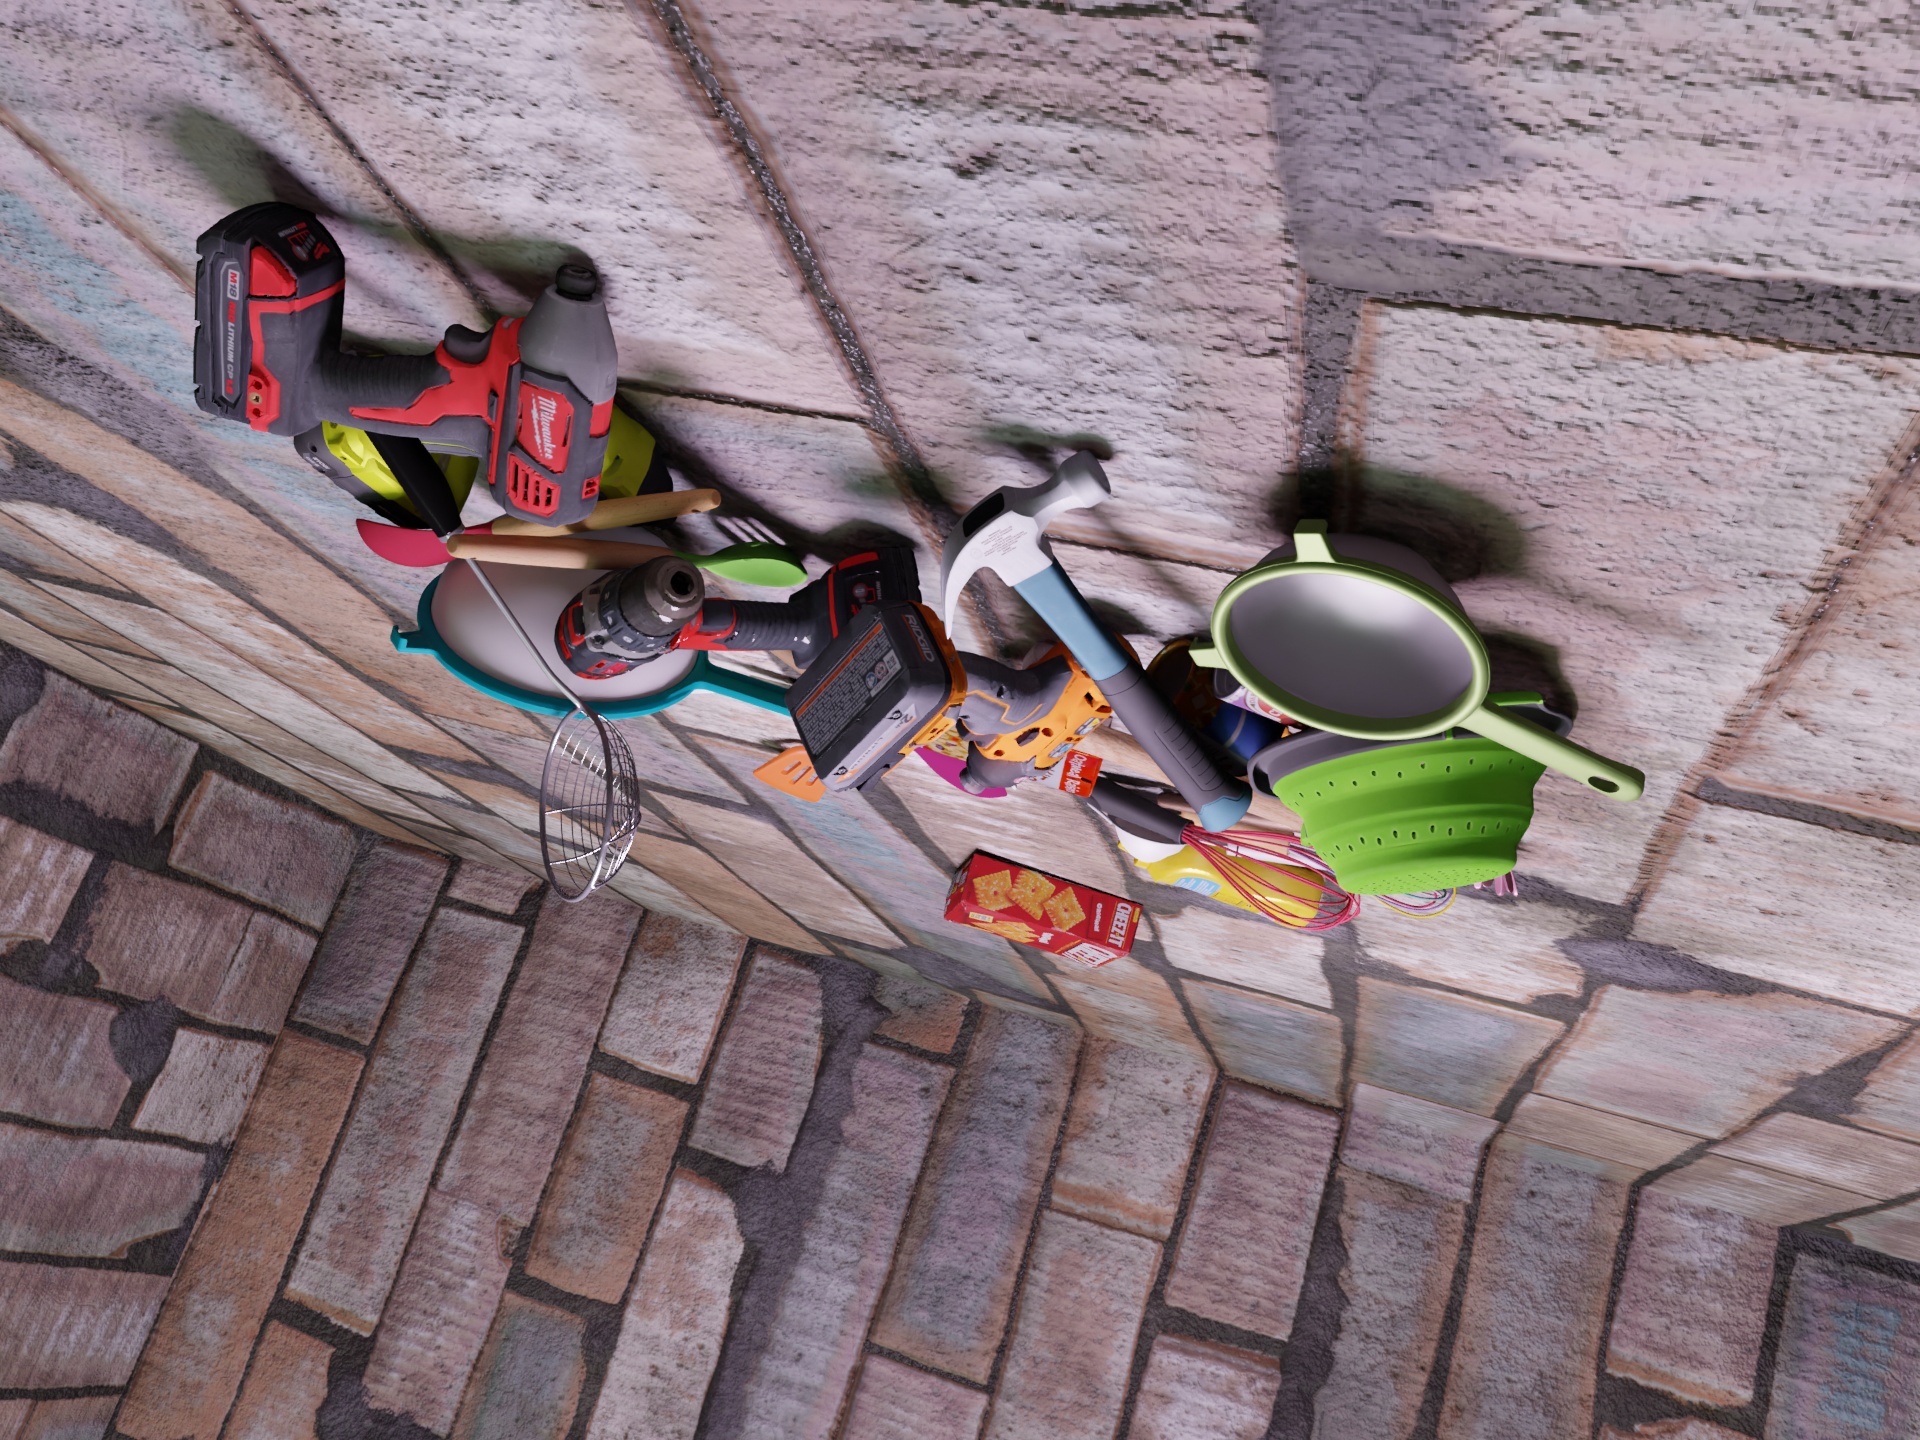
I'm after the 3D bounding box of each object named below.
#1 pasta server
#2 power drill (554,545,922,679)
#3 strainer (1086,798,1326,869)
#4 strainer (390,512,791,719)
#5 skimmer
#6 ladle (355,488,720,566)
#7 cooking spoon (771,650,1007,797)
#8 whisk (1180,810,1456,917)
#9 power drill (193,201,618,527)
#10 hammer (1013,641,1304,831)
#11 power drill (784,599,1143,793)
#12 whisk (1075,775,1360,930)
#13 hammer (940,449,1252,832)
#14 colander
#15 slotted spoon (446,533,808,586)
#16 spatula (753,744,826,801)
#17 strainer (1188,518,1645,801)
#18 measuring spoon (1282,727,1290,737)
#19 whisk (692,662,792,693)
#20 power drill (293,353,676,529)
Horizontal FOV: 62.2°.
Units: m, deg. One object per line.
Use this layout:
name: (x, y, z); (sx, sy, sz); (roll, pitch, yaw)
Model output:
pasta server: (0.310, 0.098, 1.343); (0.316, 0.040, 0.060); (9, 172, 32)
power drill: (-0.136, -0.070, 1.038); (0.226, 0.080, 0.188); (-3, 173, -29)
strainer: (0.240, 0.114, 1.445); (0.258, 0.050, 0.087); (8, -164, 9)
strainer: (-0.218, -0.077, 1.152); (0.340, 0.211, 0.095); (19, 121, -1)
skimmer: (-0.309, -0.051, 1.000); (0.127, 0.090, 0.363); (12, 136, 56)
ladle: (-0.278, -0.126, 1.027); (0.315, 0.031, 0.069); (-2, 168, 32)
cooking spoon: (-0.072, -0.003, 1.412); (0.069, 0.017, 0.318); (-7, 146, 46)
whisk: (0.307, 0.118, 1.385); (0.245, 0.051, 0.047); (17, 125, 23)
power drill: (-0.297, -0.203, 0.875); (0.219, 0.079, 0.143); (17, 120, -1)
hammer: (0.165, 0.038, 1.252); (0.331, 0.031, 0.130); (19, 134, -22)
power drill: (-0.002, -0.003, 1.059); (0.226, 0.084, 0.164); (3, 142, -46)
whisk: (0.211, 0.104, 1.370); (0.296, 0.073, 0.073); (24, 170, 35)
hammer: (0.100, -0.027, 0.983); (0.128, 0.033, 0.330); (-26, 134, 19)
colander: (0.293, 0.079, 1.096); (0.204, 0.094, 0.397); (-5, 165, -1)
slotted spoon: (-0.209, -0.108, 1.043); (0.070, 0.031, 0.313); (-4, 180, 32)
spatula: (-0.108, 0.037, 1.578); (0.081, 0.041, 0.322); (26, 161, -24)
strainer: (0.266, -0.036, 0.874); (0.256, 0.069, 0.151); (26, 151, -4)
measuring spoon: (0.262, 0.029, 1.215); (0.021, 0.011, 0.116); (3, 157, 42)
whisk: (-0.204, -0.031, 1.455); (0.246, 0.059, 0.058); (15, -158, -3)
power drill: (-0.306, -0.177, 1.044); (0.223, 0.080, 0.171); (6, 159, 27)
